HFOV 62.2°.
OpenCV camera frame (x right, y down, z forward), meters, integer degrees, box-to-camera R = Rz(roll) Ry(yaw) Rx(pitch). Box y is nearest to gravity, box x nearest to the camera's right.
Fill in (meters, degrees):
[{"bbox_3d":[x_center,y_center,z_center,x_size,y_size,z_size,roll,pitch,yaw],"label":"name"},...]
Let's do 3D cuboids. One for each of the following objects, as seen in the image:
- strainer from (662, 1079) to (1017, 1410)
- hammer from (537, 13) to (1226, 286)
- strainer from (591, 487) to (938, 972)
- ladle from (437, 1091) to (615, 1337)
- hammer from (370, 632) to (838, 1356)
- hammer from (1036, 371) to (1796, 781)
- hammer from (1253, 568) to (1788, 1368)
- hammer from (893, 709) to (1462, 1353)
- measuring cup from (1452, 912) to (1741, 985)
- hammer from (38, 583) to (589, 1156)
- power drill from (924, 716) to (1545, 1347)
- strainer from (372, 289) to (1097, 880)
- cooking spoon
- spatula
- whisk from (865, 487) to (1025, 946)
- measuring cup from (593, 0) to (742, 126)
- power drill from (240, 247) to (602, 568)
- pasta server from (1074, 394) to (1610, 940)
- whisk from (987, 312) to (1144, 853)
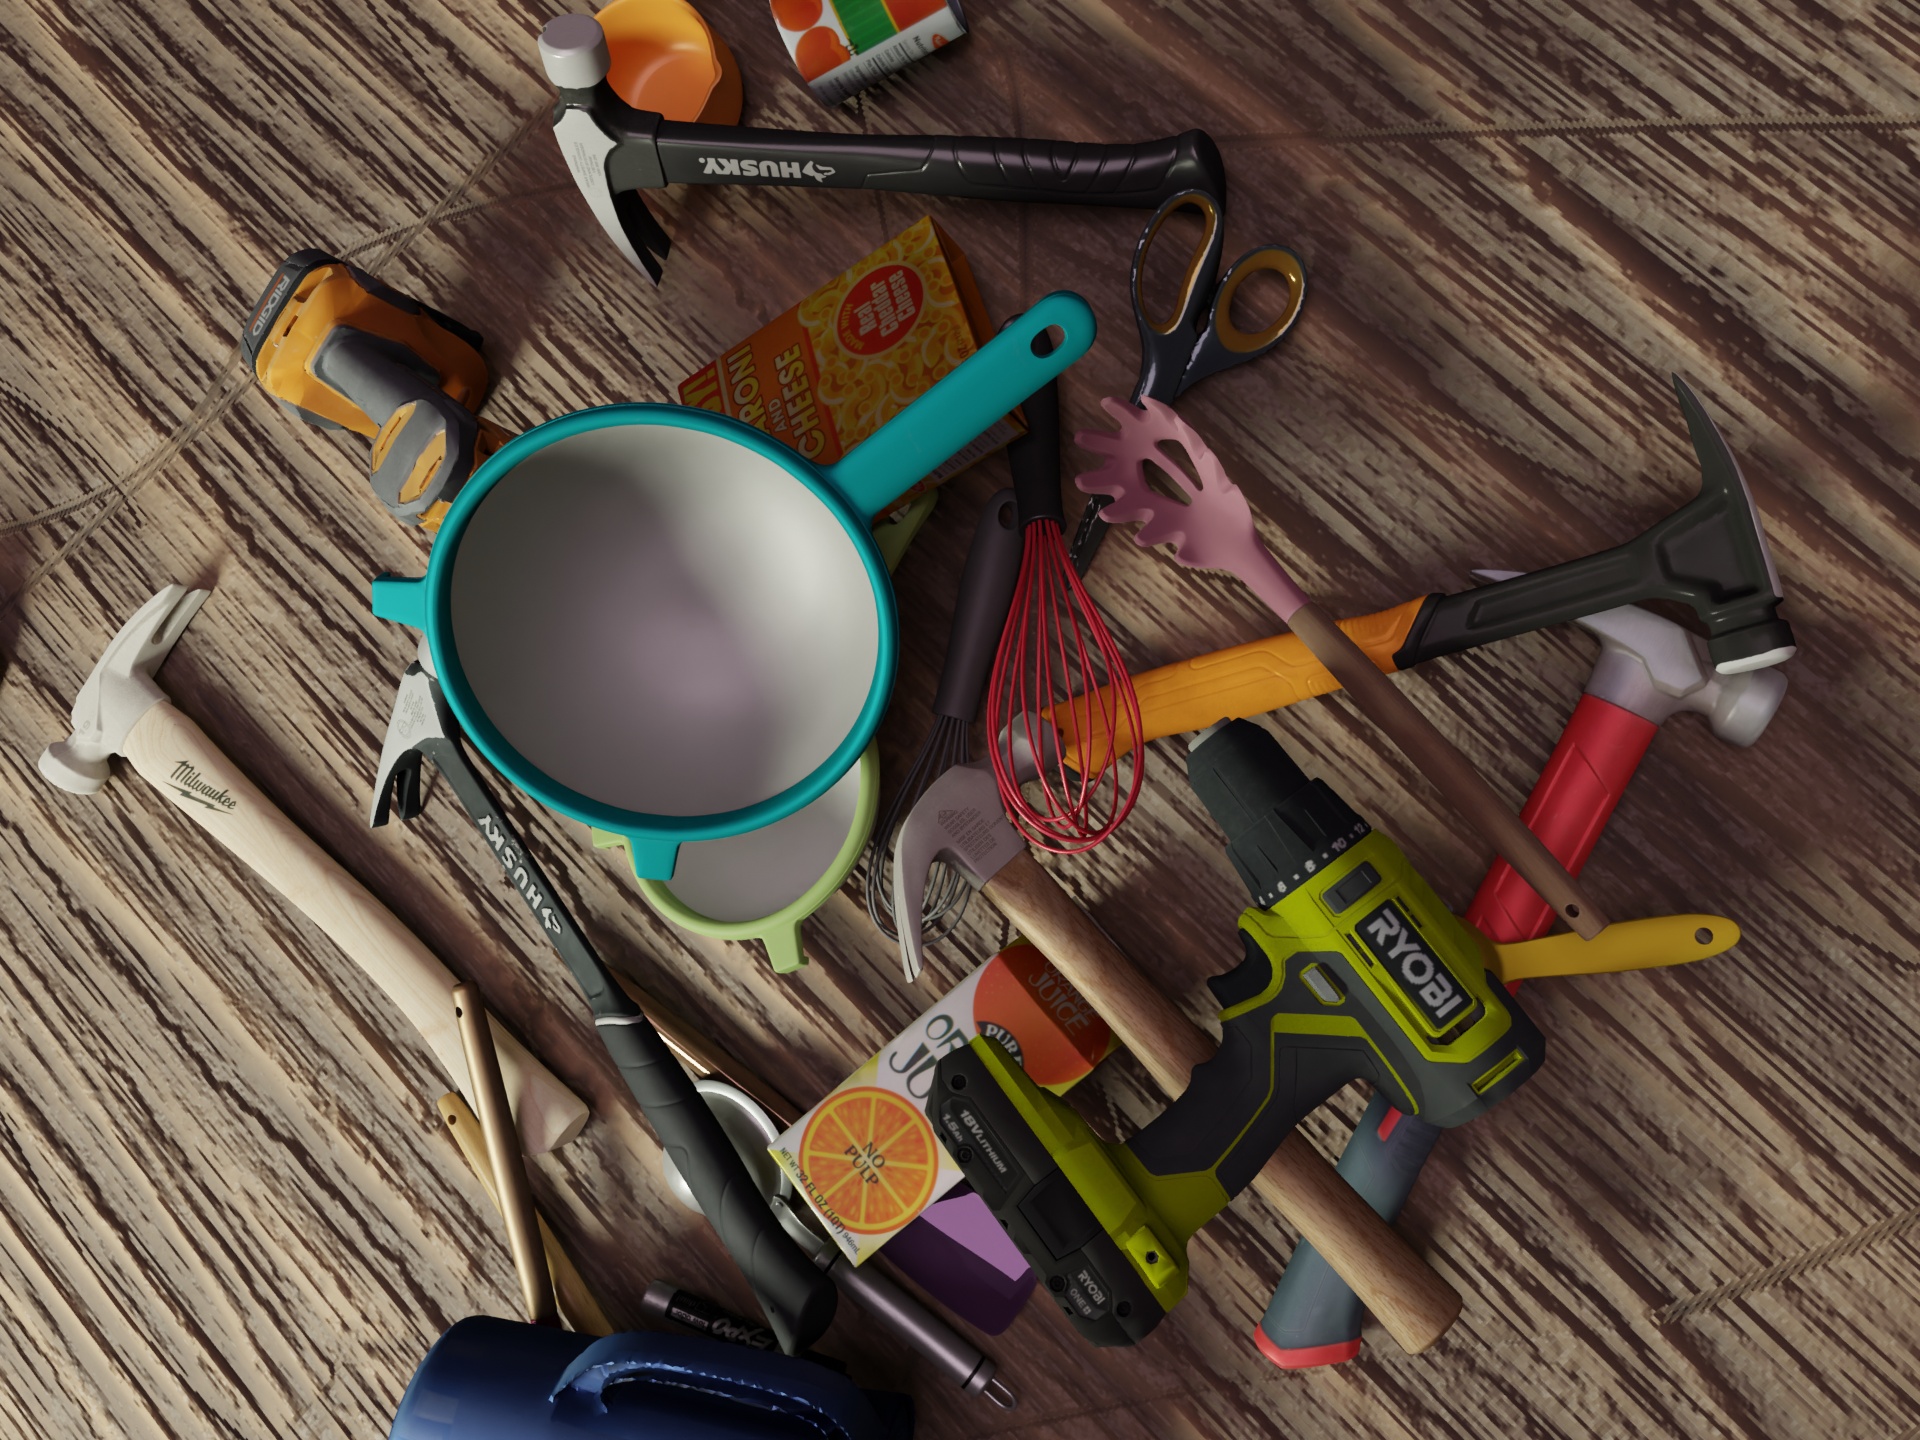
[{"bbox_3d":[-0.075,0.273,0.825,0.258,0.050,0.086,36,121,10],"label":"strainer"},{"bbox_3d":[-0.034,-0.276,0.801,0.335,0.146,0.035,5,60,6],"label":"hammer"},{"bbox_3d":[-0.071,-0.005,0.821,0.152,0.069,0.256,28,88,29],"label":"strainer"},{"bbox_3d":[-0.198,0.334,0.869,0.069,0.031,0.315,-41,76,10],"label":"ladle"},{"bbox_3d":[-0.188,0.140,0.816,0.409,0.036,0.149,53,128,18],"label":"hammer"},{"bbox_3d":[0.185,-0.042,0.731,0.337,0.034,0.127,-17,78,25],"label":"hammer"},{"bbox_3d":[0.222,0.122,0.741,0.143,0.038,0.386,28,96,17],"label":"hammer"},{"bbox_3d":[0.096,0.152,0.725,0.130,0.031,0.331,-40,81,-20],"label":"hammer"},{"bbox_3d":[0.256,0.104,0.693,0.156,0.029,0.062,-13,83,21],"label":"measuring cup"},{"bbox_3d":[-0.362,0.092,0.919,0.411,0.038,0.146,39,98,14],"label":"hammer"},{"bbox_3d":[0.100,0.126,0.666,0.228,0.080,0.191,-36,79,-7],"label":"power drill"},{"bbox_3d":[-0.082,-0.091,0.729,0.340,0.095,0.210,-35,111,14],"label":"strainer"},{"bbox_3d":[-0.231,0.295,0.856,0.069,0.017,0.319,-11,93,35],"label":"cooking spoon"},{"bbox_3d":[-0.094,0.209,0.844,0.316,0.018,0.060,34,100,14],"label":"spatula"},{"bbox_3d":[0.000,-0.002,0.809,0.055,0.055,0.239,13,88,17],"label":"whisk"},{"bbox_3d":[-0.157,-0.382,0.862,0.095,0.052,0.173,7,89,17],"label":"measuring cup"},{"bbox_3d":[-0.256,-0.147,0.843,0.226,0.185,0.084,41,100,33],"label":"power drill"},{"bbox_3d":[0.165,-0.027,0.701,0.316,0.040,0.060,51,121,19],"label":"pasta server"},{"bbox_3d":[0.042,-0.074,0.755,0.073,0.073,0.296,-13,63,16],"label":"whisk"}]
